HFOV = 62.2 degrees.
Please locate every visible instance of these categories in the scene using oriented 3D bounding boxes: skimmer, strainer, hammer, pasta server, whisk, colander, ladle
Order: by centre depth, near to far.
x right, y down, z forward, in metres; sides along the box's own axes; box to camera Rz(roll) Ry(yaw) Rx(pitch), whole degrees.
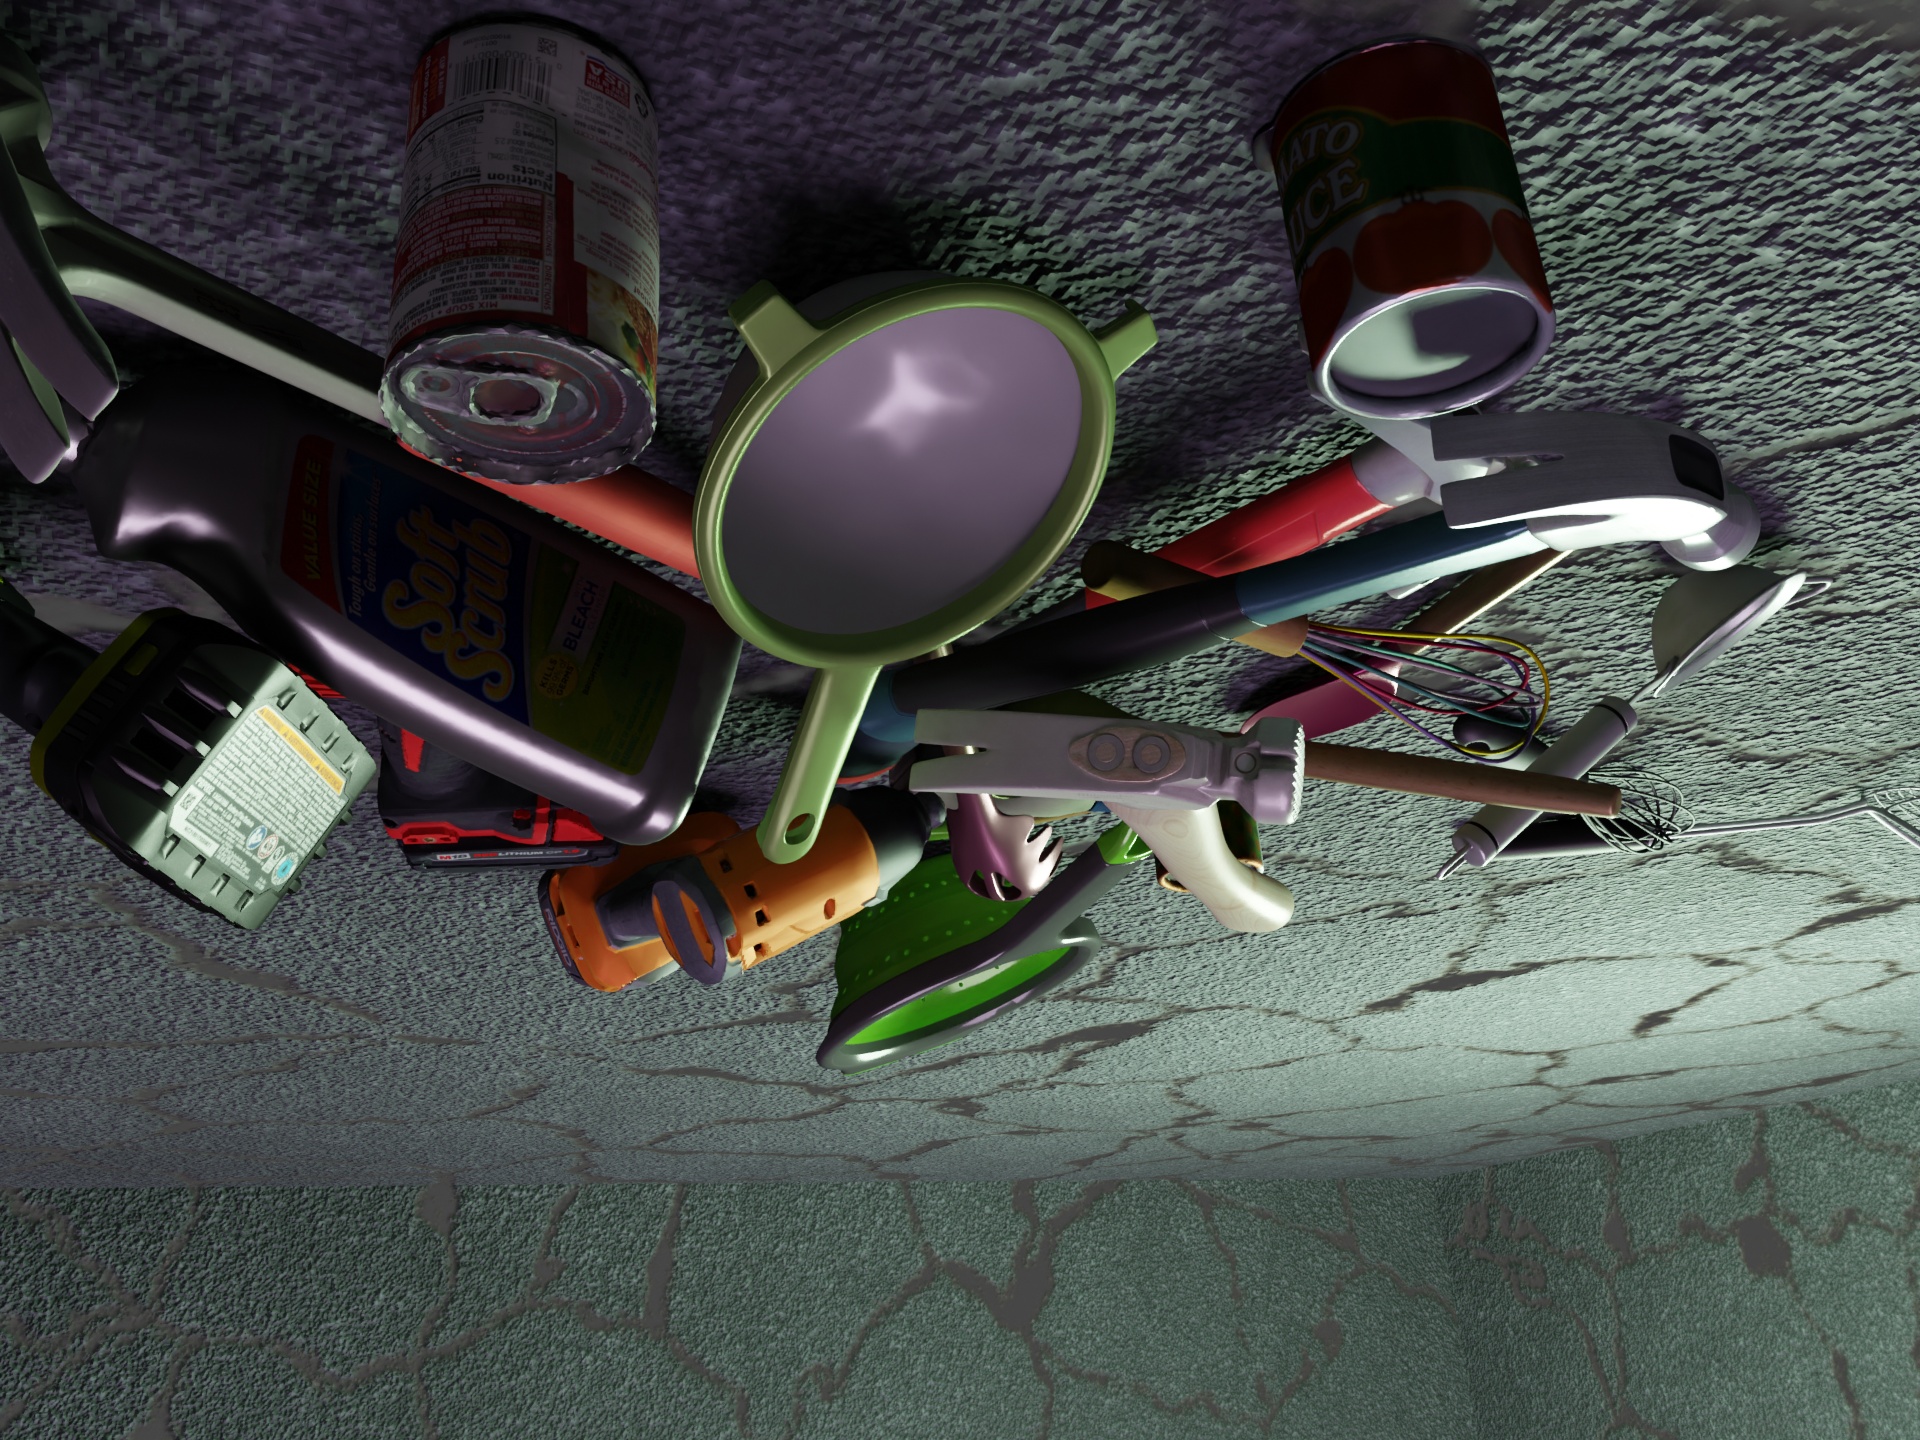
[{"bbox_3d":[-0.139,-0.080,0.510,0.036,0.149,0.358,-42,151,15],"label":"hammer"},{"bbox_3d":[-0.043,-0.056,0.566,0.151,0.069,0.256,-7,137,-32],"label":"strainer"},{"bbox_3d":[0.094,-0.040,0.569,0.331,0.033,0.128,-15,163,36],"label":"hammer"},{"bbox_3d":[0.157,-0.035,0.666,0.244,0.051,0.047,16,129,-26],"label":"whisk"},{"bbox_3d":[0.049,-0.050,0.708,0.143,0.038,0.386,18,149,-40],"label":"hammer"},{"bbox_3d":[0.304,-0.008,0.729,0.258,0.050,0.086,-37,160,-18],"label":"strainer"},{"bbox_3d":[-0.001,-0.002,0.733,0.060,0.040,0.315,4,143,16],"label":"pasta server"},{"bbox_3d":[0.143,0.027,0.747,0.320,0.062,0.078,8,-178,39],"label":"ladle"},{"bbox_3d":[0.102,0.060,0.760,0.146,0.038,0.410,3,167,17],"label":"hammer"},{"bbox_3d":[0.370,0.036,0.957,0.238,0.055,0.055,20,147,-37],"label":"whisk"},{"bbox_3d":[0.015,0.112,1.002,0.204,0.095,0.397,-12,157,-30],"label":"colander"},{"bbox_3d":[0.532,0.101,1.079,0.363,0.090,0.127,-5,-171,9],"label":"skimmer"}]

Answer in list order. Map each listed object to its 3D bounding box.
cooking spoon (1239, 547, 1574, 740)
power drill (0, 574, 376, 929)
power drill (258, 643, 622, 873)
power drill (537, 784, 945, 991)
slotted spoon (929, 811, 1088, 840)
[{"bbox_3d":[0.232,-0.049,0.766,0.068,0.017,0.318,5,156,-22],"label":"cooking spoon"},{"bbox_3d":[-0.332,-0.029,0.542,0.228,0.080,0.190,28,160,10],"label":"power drill"},{"bbox_3d":[-0.215,-0.005,0.727,0.143,0.079,0.219,-2,154,-5],"label":"power drill"},{"bbox_3d":[-0.118,0.084,0.859,0.164,0.084,0.226,-24,-174,-35],"label":"power drill"},{"bbox_3d":[0.030,0.058,0.974,0.314,0.031,0.070,-14,163,17],"label":"slotted spoon"}]
